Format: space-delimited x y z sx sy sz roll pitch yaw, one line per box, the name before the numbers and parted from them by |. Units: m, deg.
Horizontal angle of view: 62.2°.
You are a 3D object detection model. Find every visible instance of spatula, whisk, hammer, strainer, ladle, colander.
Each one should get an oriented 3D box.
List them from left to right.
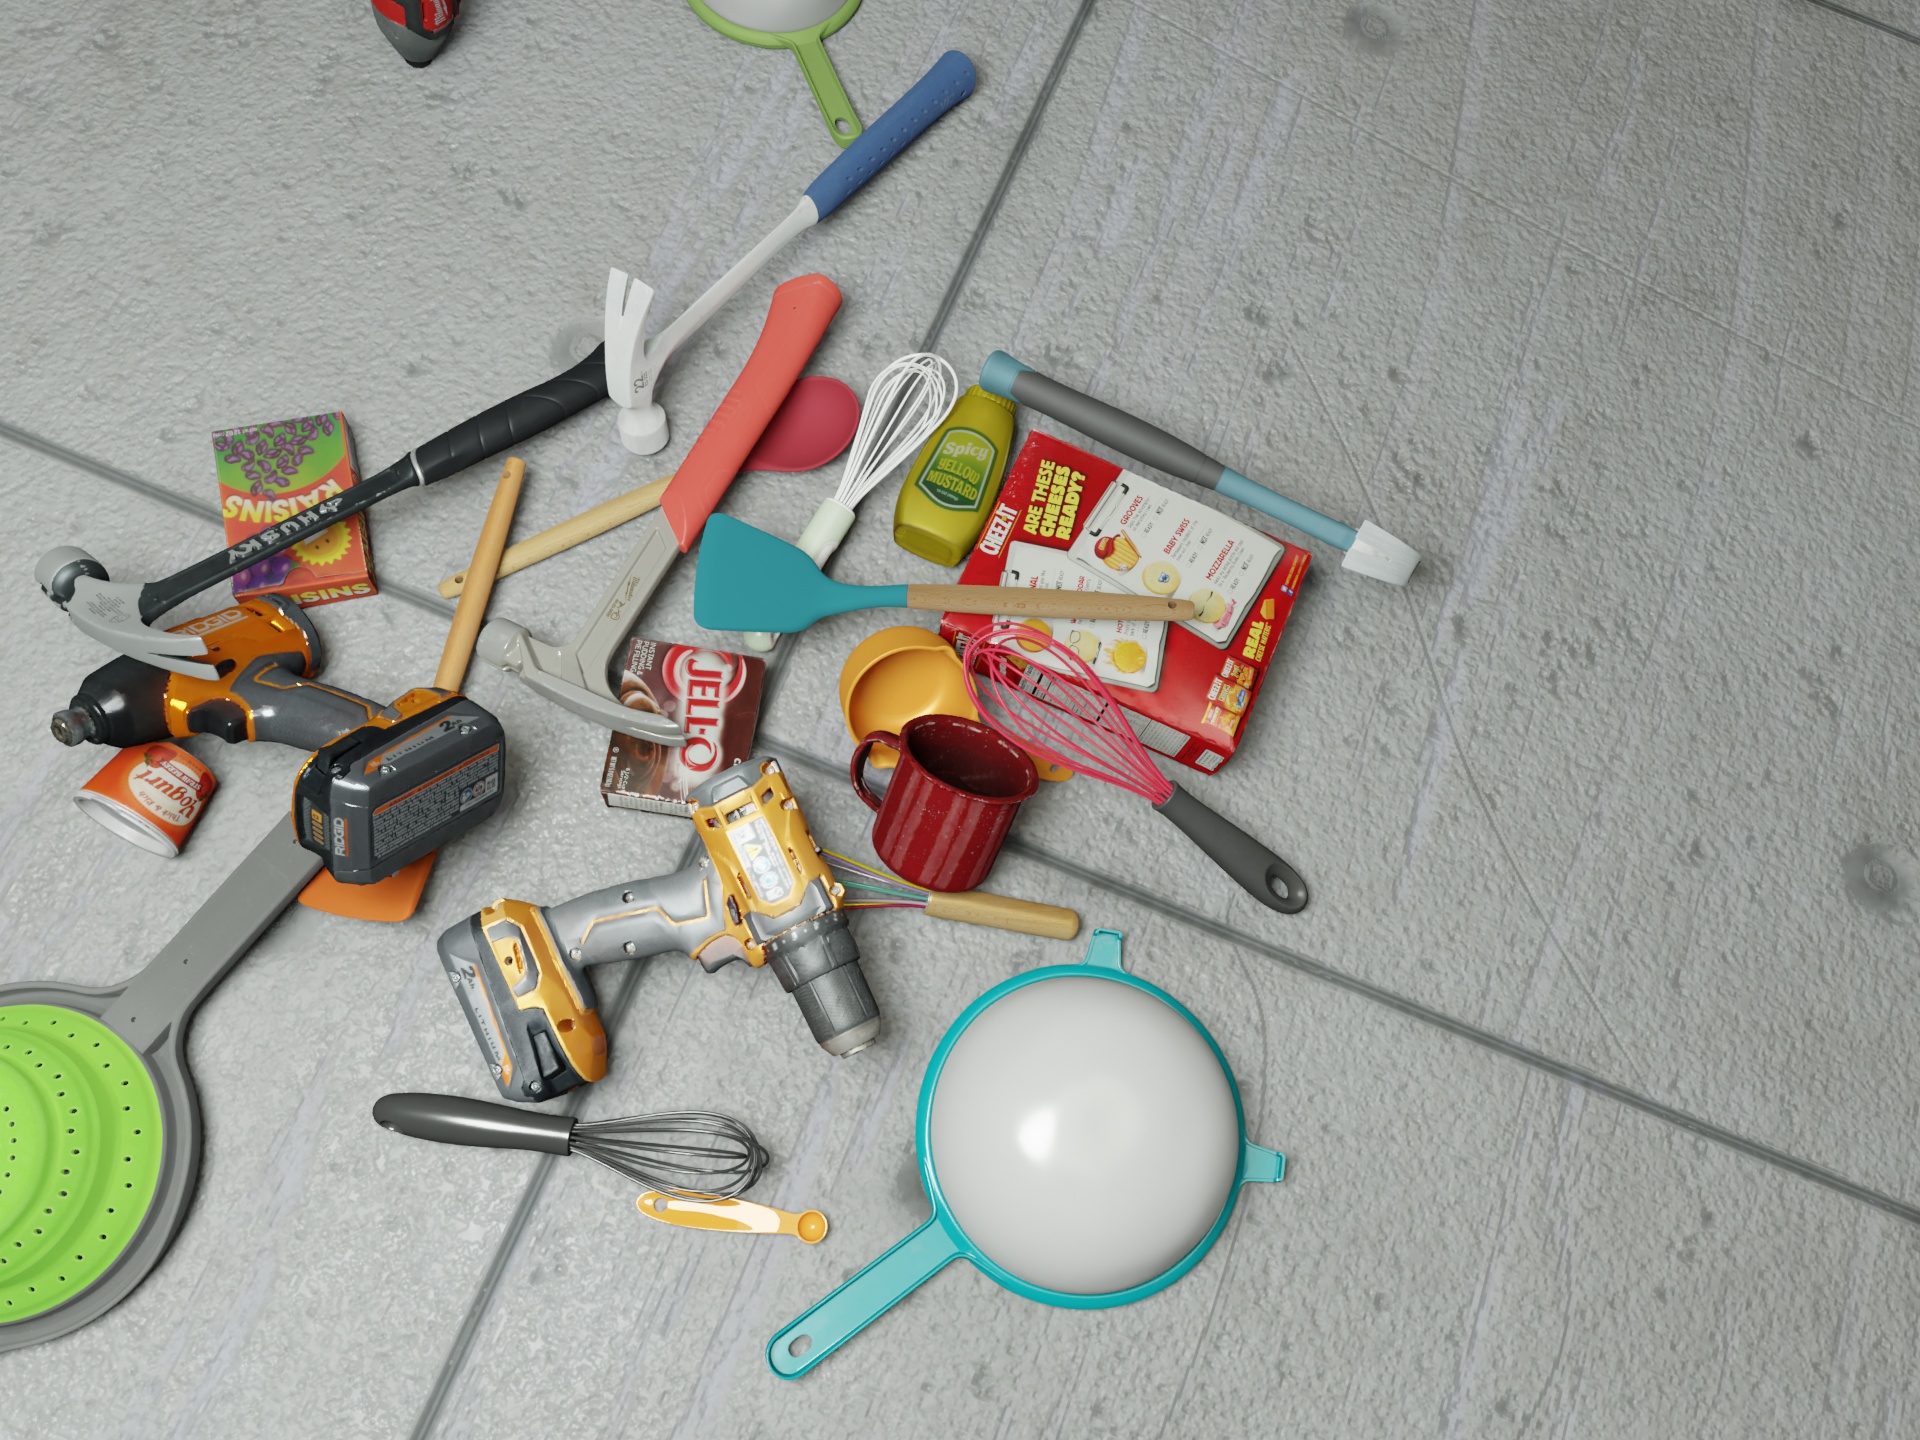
colander | -0.492 0.180 0.897 0.204 0.094 0.397 36 75 9
hammer | -0.361 -0.154 1.021 0.149 0.036 0.409 31 51 31
spatula | -0.335 -0.027 1.024 0.081 0.041 0.323 8 74 15
whisk | -0.233 0.249 0.952 0.239 0.055 0.055 8 70 1
ladle | -0.212 -0.156 1.102 0.315 0.031 0.069 -27 73 -13
hammer | -0.167 -0.156 1.068 0.149 0.036 0.359 24 68 11
strainer | -0.128 -0.561 1.229 0.151 0.069 0.256 -19 73 -13
hammer | -0.115 -0.365 1.145 0.035 0.144 0.405 31 63 15
whisk | -0.078 -0.152 1.096 0.059 0.057 0.246 28 80 15
whisk | -0.043 0.114 1.024 0.245 0.051 0.047 11 75 -9
spatula | -0.009 -0.082 1.020 0.317 0.044 0.082 3 68 4
strainer | 0.030 0.279 0.945 0.340 0.095 0.211 -33 78 -18
whisk | 0.117 0.037 1.028 0.295 0.073 0.073 38 69 -15
hammer | 0.166 -0.174 1.102 0.331 0.128 0.033 26 102 1

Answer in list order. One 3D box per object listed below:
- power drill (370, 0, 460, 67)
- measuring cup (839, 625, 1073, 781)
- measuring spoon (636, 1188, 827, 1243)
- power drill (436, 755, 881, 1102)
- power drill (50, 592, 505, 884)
power drill | -0.348 -0.582 1.178 0.078 0.143 0.220 39 64 2
measuring cup | -0.002 -0.003 1.063 0.173 0.052 0.095 24 108 -25
measuring spoon | -0.138 0.300 0.964 0.117 0.011 0.021 8 69 -1
power drill | -0.171 0.149 0.949 0.226 0.084 0.185 -27 82 -2
power drill | -0.401 0.008 0.934 0.227 0.084 0.164 25 34 21
